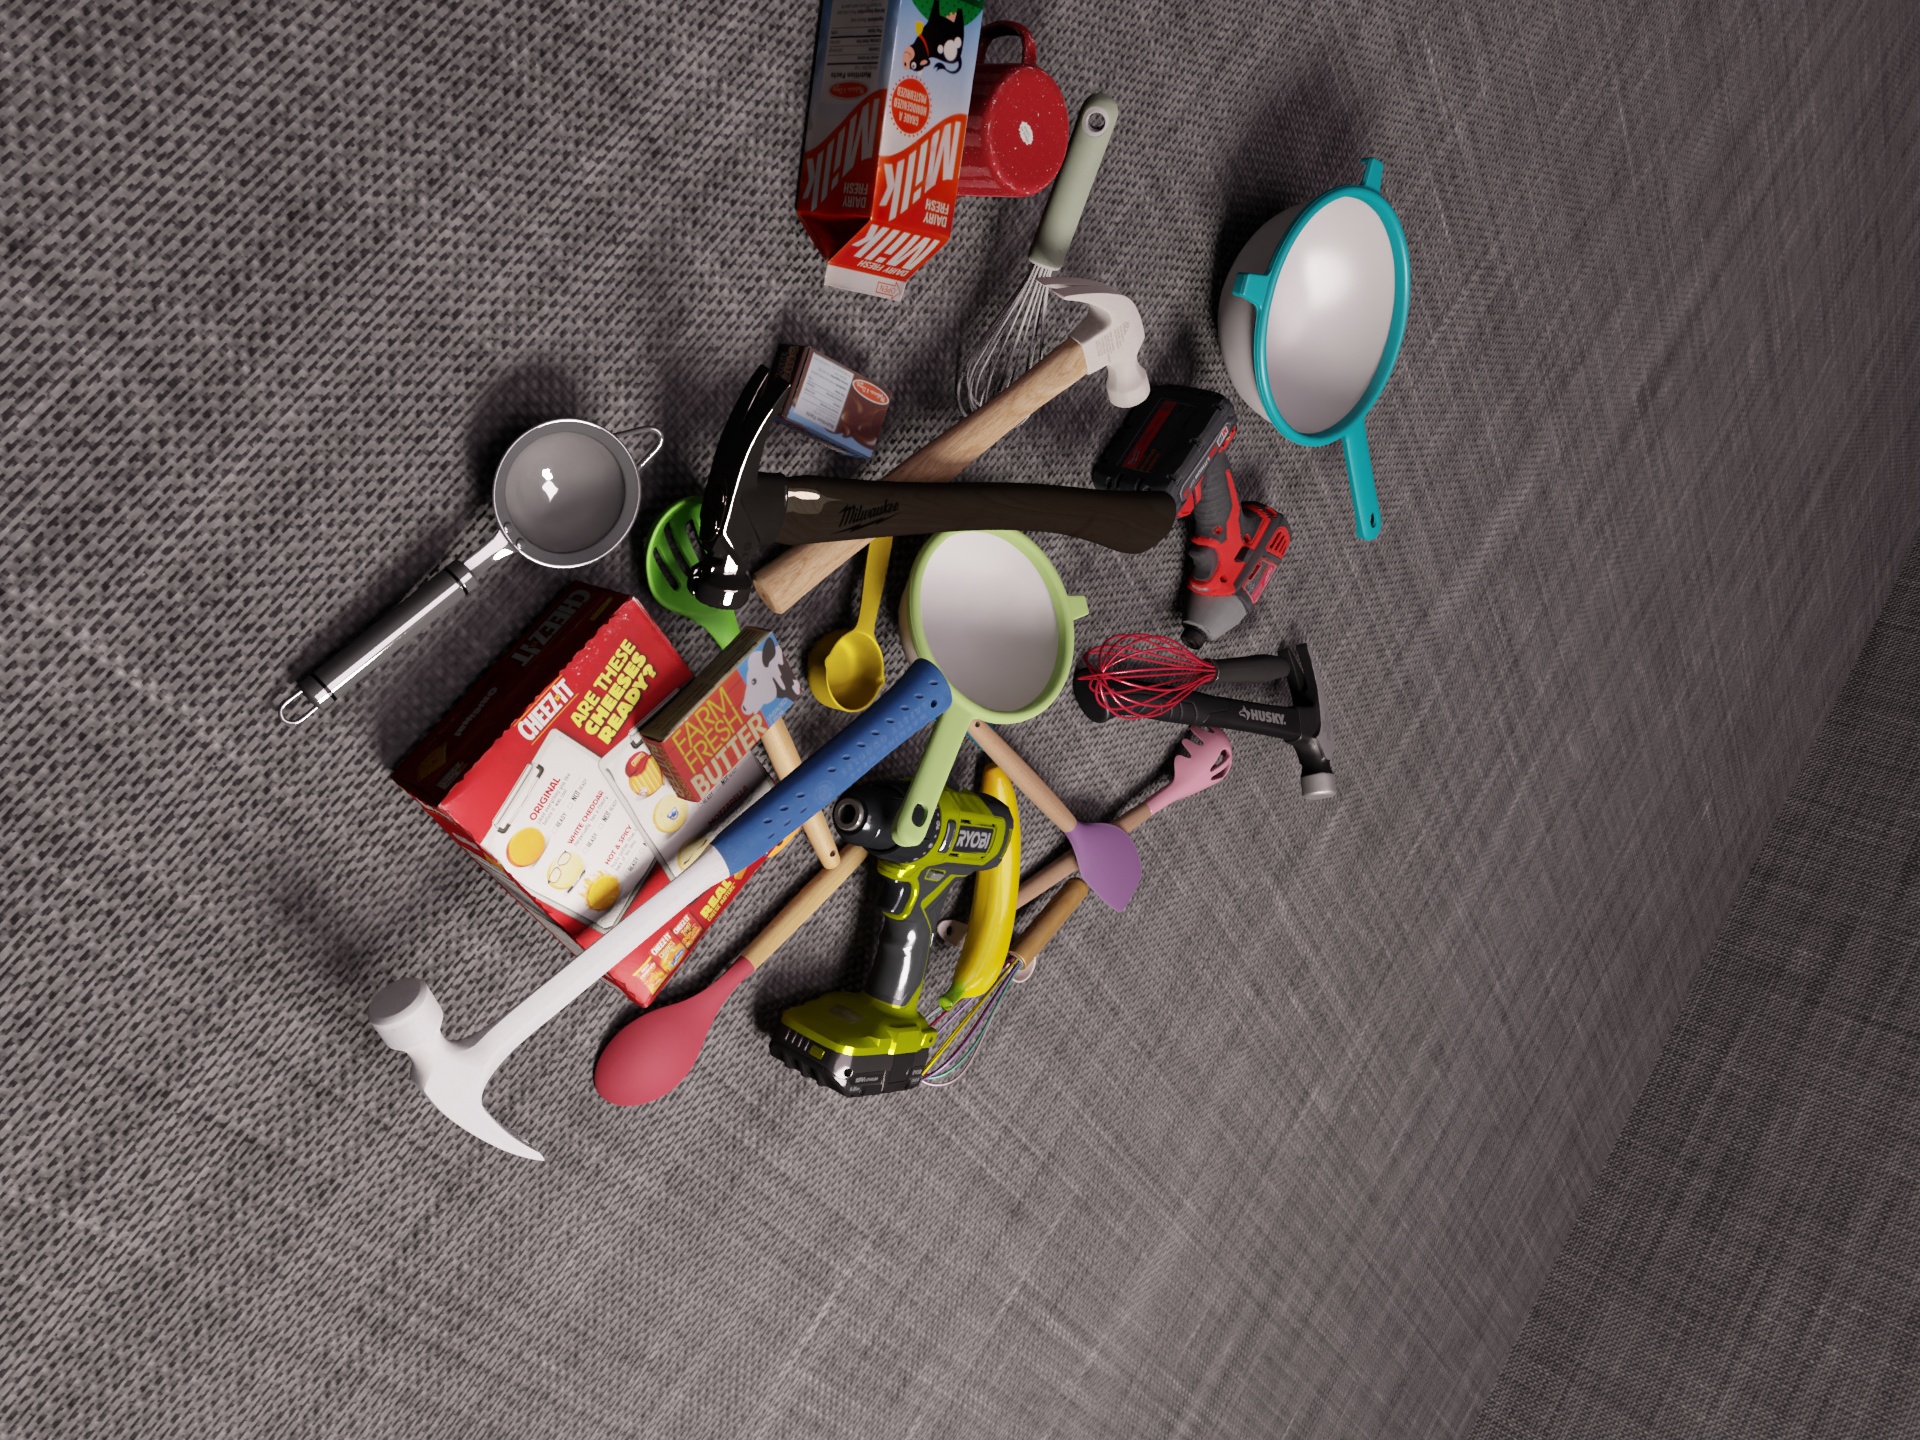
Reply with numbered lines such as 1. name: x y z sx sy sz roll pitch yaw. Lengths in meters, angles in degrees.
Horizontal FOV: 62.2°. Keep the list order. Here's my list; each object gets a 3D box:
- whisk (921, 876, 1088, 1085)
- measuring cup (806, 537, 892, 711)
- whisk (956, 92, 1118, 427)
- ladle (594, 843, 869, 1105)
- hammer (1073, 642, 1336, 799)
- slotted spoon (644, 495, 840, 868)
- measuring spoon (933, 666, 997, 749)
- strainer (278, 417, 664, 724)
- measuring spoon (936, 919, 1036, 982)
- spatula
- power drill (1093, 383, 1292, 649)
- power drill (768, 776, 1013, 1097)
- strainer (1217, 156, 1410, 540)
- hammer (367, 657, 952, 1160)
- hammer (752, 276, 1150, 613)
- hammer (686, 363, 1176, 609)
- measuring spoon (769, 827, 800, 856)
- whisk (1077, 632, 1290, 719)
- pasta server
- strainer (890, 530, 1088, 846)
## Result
1. whisk: 0.030 0.211 1.300 0.245 0.051 0.047 -45 144 -35
2. measuring cup: -0.073 -0.083 1.115 0.062 0.029 0.156 20 78 -49
3. whisk: 0.055 -0.309 1.099 0.059 0.058 0.246 -76 -173 -62
4. ladle: -0.135 0.155 1.133 0.315 0.031 0.069 -45 133 -28
5. hammer: 0.225 -0.014 1.424 0.334 0.035 0.146 8 72 -42
6. slotted spoon: -0.137 -0.015 1.058 0.070 0.031 0.313 -43 131 -28
7. measuring spoon: -0.002 -0.004 1.226 0.042 0.021 0.128 -65 148 -14
8. strainer: -0.272 -0.086 0.882 0.258 0.050 0.086 -44 127 -19
9. measuring spoon: 0.018 0.187 1.321 0.124 0.018 0.034 30 75 -41
10. spatula: 0.078 0.071 1.297 0.315 0.018 0.060 45 69 -46
11. power drill: 0.201 -0.165 1.338 0.143 0.079 0.219 -57 140 -15
12. power drill: -0.056 0.150 1.154 0.190 0.080 0.228 13 96 -60
13. strainer: 0.301 -0.299 1.379 0.211 0.095 0.340 -45 135 -23
14. hammer: -0.154 0.096 0.967 0.405 0.035 0.144 -40 130 -27
15. hammer: -0.005 -0.185 1.080 0.331 0.031 0.129 -39 143 -13
16. hammer: 0.008 -0.151 1.068 0.410 0.038 0.146 -6 126 -43
17. measuring spoon: -0.102 0.053 1.138 0.117 0.011 0.021 -52 135 -20
18. whisk: 0.199 -0.040 1.345 0.295 0.073 0.073 -4 108 -49
19. pasta server: 0.139 0.089 1.404 0.316 0.040 0.060 -31 126 -31
20. strainer: -0.010 -0.022 1.132 0.151 0.069 0.256 35 62 -27
